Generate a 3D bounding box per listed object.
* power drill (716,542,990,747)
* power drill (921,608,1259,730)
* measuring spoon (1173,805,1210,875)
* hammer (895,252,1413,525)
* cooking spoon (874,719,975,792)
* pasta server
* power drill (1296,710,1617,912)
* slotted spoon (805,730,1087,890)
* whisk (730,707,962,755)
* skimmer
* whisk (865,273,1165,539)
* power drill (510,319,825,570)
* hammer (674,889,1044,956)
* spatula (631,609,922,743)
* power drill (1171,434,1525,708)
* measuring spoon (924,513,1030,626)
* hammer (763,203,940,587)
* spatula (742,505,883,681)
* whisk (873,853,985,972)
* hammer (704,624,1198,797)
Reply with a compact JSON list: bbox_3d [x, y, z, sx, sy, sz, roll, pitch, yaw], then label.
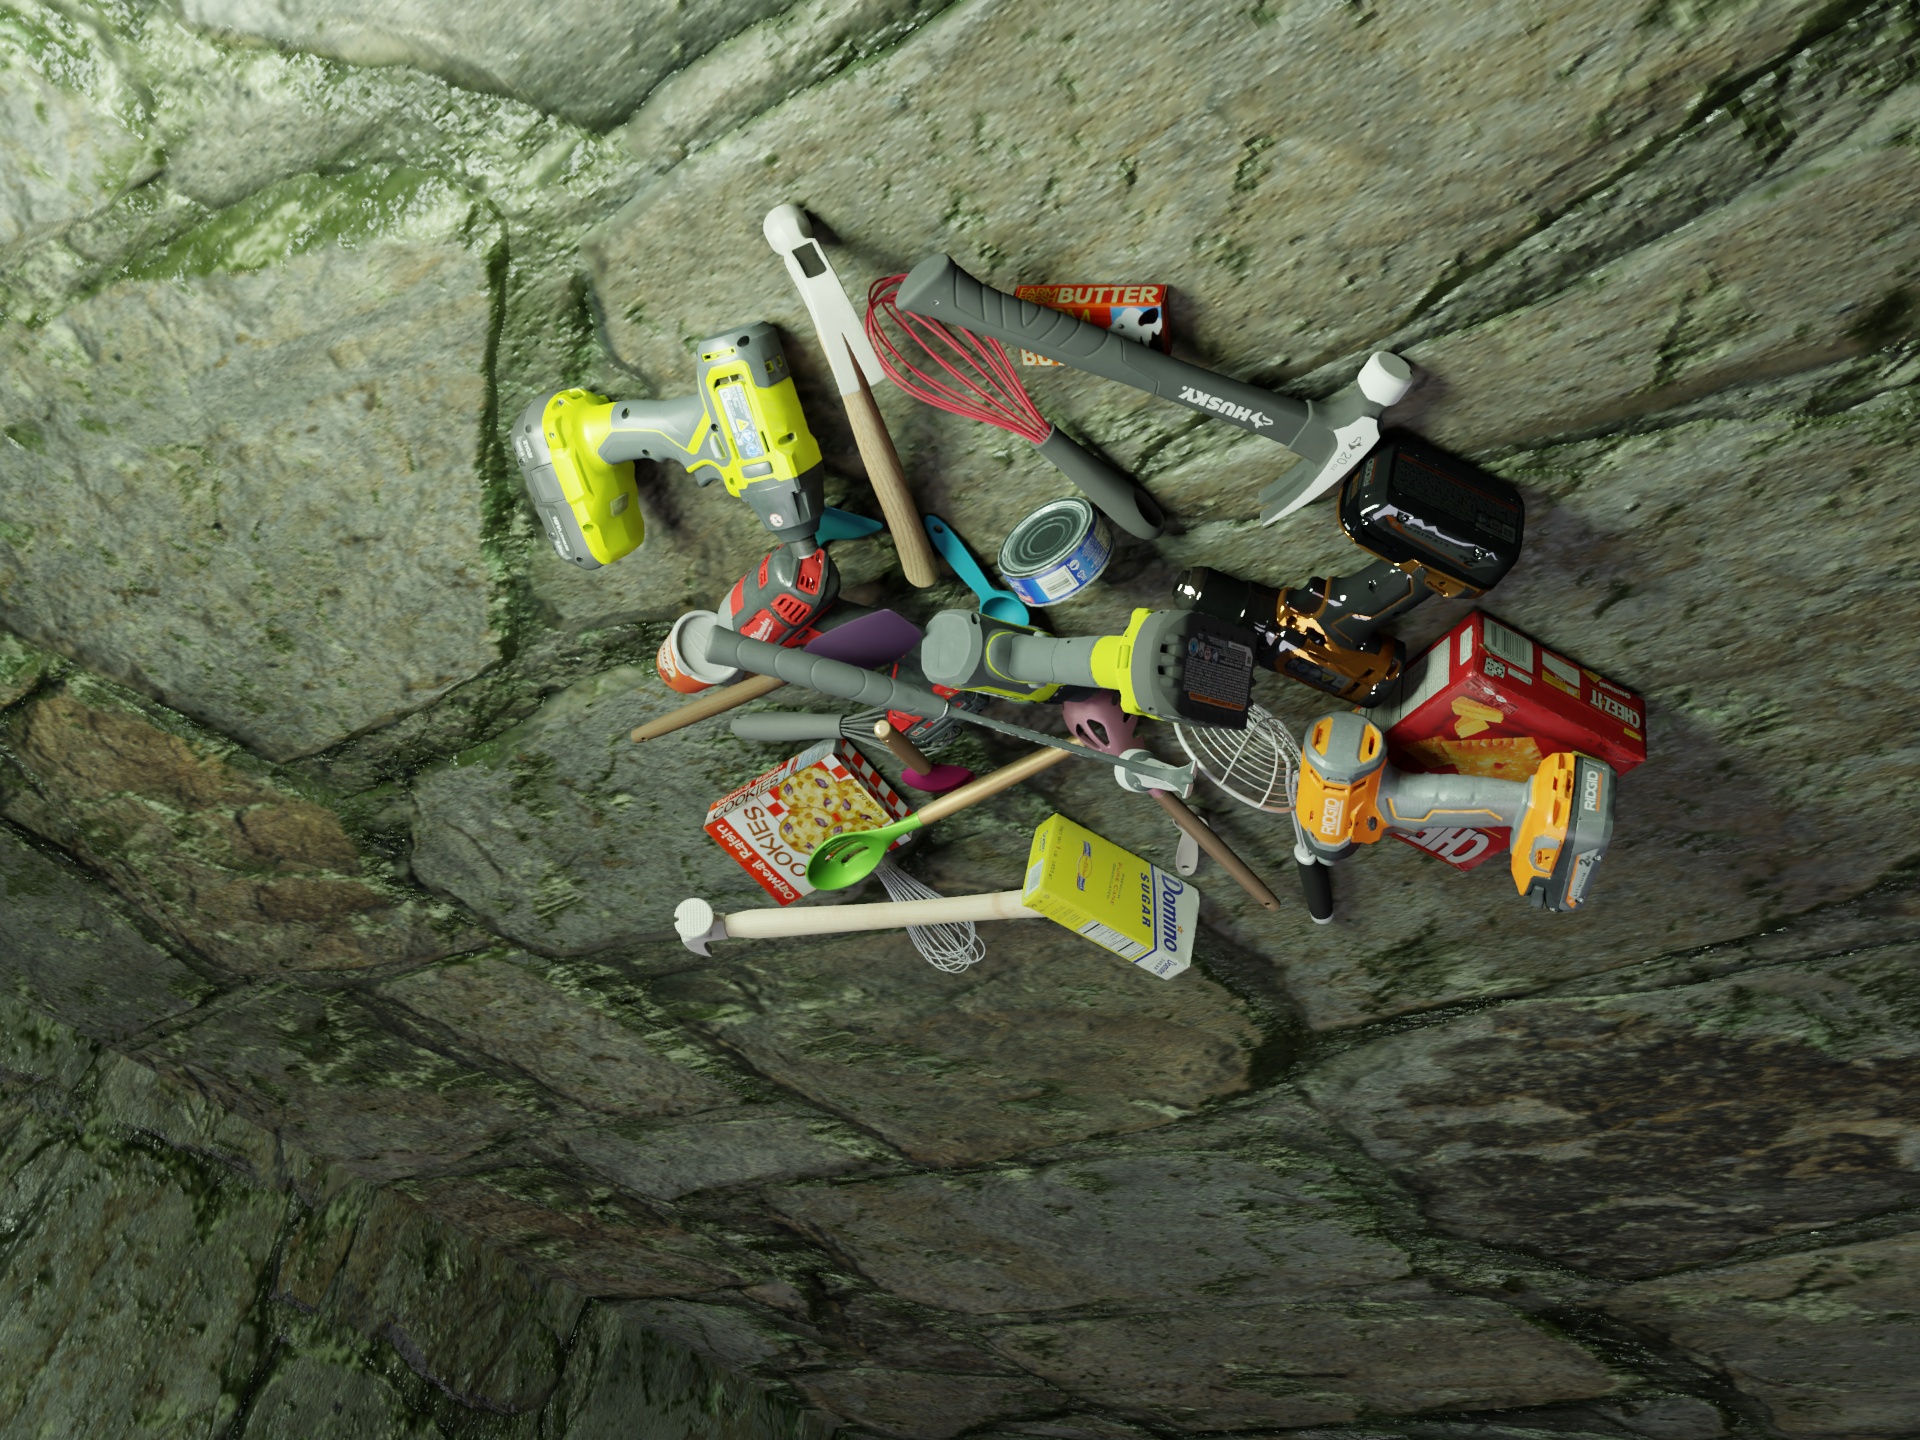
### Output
[{"bbox_3d":[-0.091,-0.062,1.311,0.219,0.079,0.143,24,143,-28],"label":"power drill"},{"bbox_3d":[0.109,-0.040,1.227,0.229,0.080,0.190,5,176,41],"label":"power drill"},{"bbox_3d":[0.217,0.113,1.508,0.034,0.018,0.124,10,149,10],"label":"measuring spoon"},{"bbox_3d":[0.118,-0.230,1.053,0.334,0.035,0.146,16,138,-15],"label":"hammer"},{"bbox_3d":[-0.037,0.037,1.377,0.069,0.017,0.318,-4,168,8],"label":"cooking spoon"},{"bbox_3d":[0.196,0.074,1.429,0.060,0.040,0.316,-23,125,38],"label":"pasta server"},{"bbox_3d":[0.376,0.078,1.239,0.226,0.084,0.164,11,144,14],"label":"power drill"},{"bbox_3d":[-0.013,0.080,1.474,0.314,0.031,0.070,-27,137,21],"label":"slotted spoon"},{"bbox_3d":[-0.109,0.008,1.463,0.239,0.055,0.055,0,140,24],"label":"whisk"},{"bbox_3d":[0.270,0.099,1.406,0.090,0.127,0.362,-27,140,1],"label":"skimmer"},{"bbox_3d":[0.044,-0.213,1.127,0.295,0.073,0.073,34,139,-30],"label":"whisk"},{"bbox_3d":[-0.212,-0.190,1.193,0.223,0.080,0.171,-7,112,27],"label":"power drill"},{"bbox_3d":[-0.069,0.195,1.583,0.410,0.038,0.146,-4,163,-3],"label":"hammer"},{"bbox_3d":[-0.159,-0.029,1.294,0.316,0.018,0.059,-19,141,34],"label":"spatula"},{"bbox_3d":[0.276,-0.107,1.163,0.185,0.084,0.226,23,146,-7],"label":"power drill"},{"bbox_3d":[0.013,-0.122,1.288,0.042,0.021,0.128,-21,120,35],"label":"measuring spoon"},{"bbox_3d":[-0.063,-0.206,1.150,0.031,0.130,0.331,-25,145,-2],"label":"hammer"},{"bbox_3d":[-0.148,-0.097,1.347,0.082,0.044,0.317,14,144,-14],"label":"spatula"},{"bbox_3d":[-0.068,0.164,1.635,0.070,0.070,0.284,-17,126,35],"label":"whisk"},{"bbox_3d":[-0.002,-0.004,1.239,0.408,0.036,0.149,16,178,-17],"label":"hammer"}]
